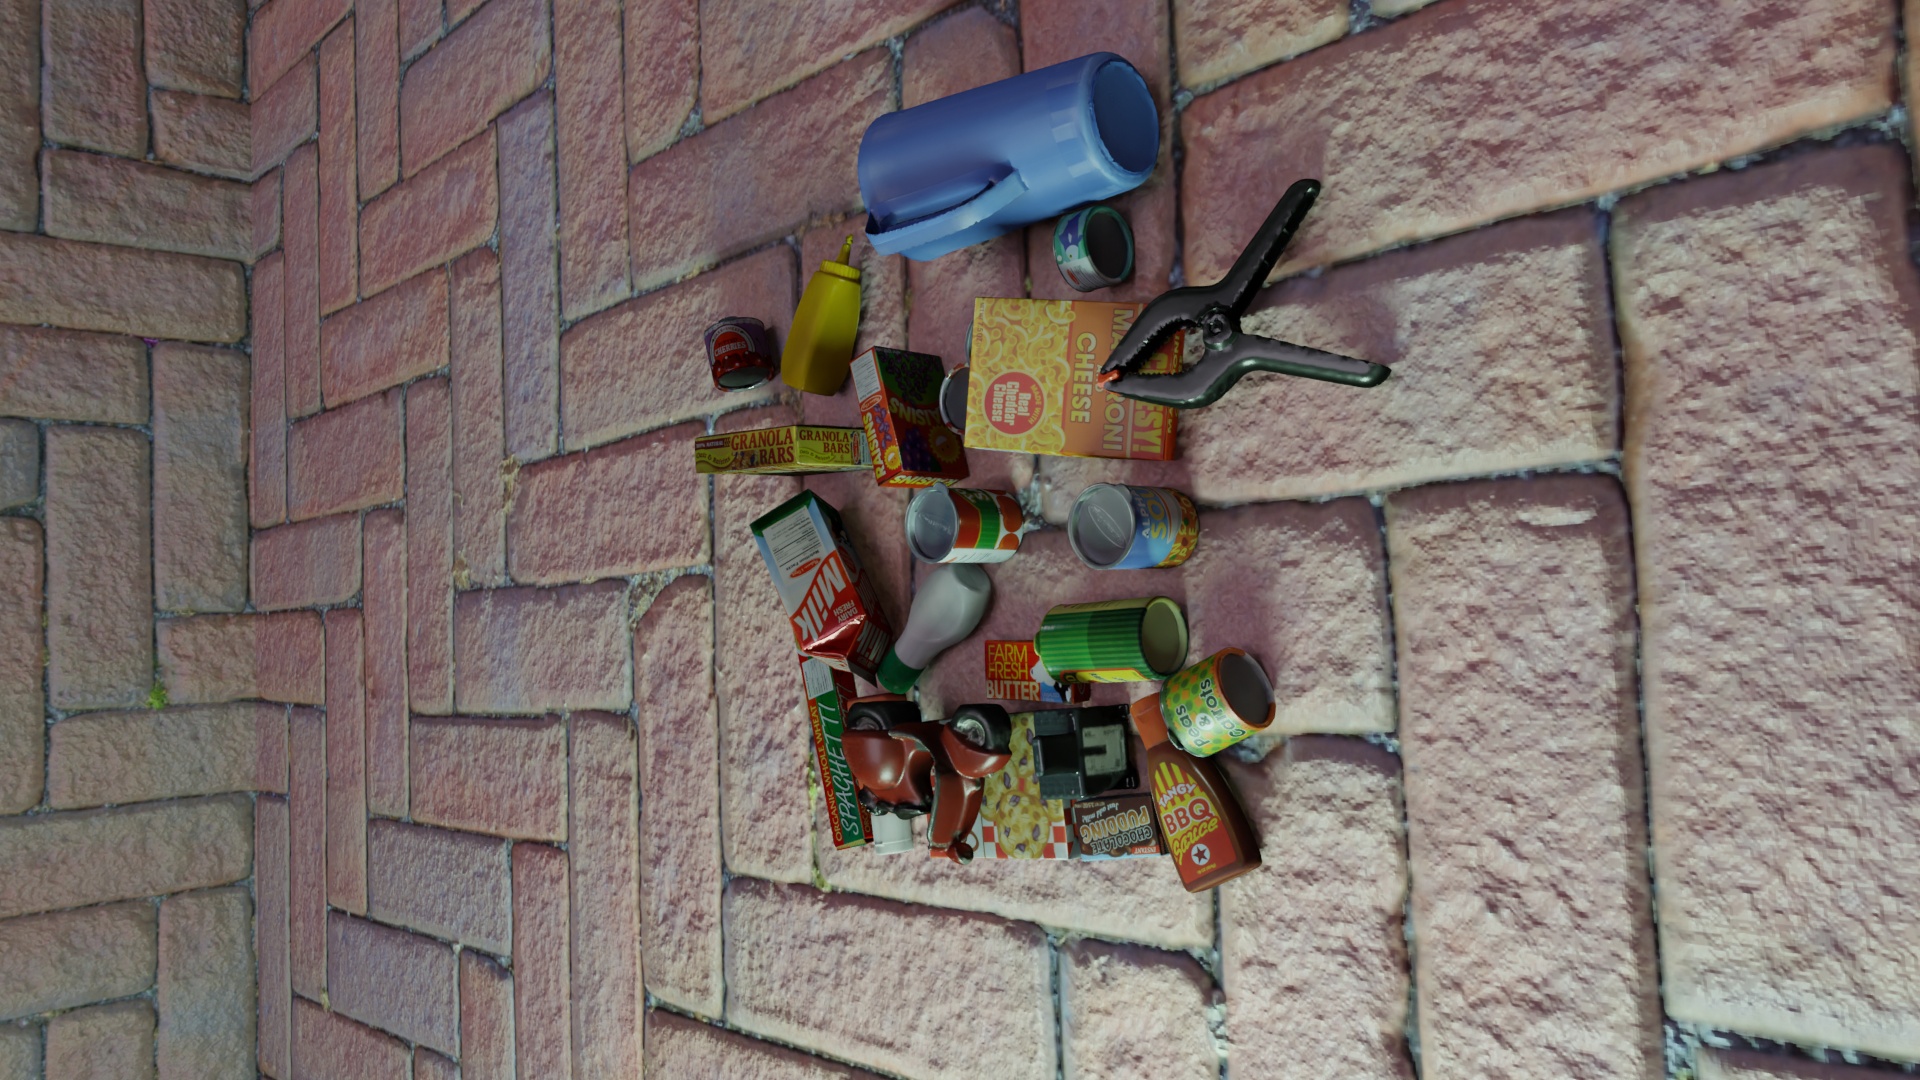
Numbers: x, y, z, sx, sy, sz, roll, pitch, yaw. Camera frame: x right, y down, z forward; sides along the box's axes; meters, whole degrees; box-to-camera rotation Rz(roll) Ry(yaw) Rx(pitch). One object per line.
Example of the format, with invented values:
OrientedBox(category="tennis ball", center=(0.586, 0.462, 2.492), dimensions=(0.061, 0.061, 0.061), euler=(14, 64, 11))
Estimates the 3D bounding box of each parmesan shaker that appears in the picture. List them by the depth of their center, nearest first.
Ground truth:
OrientedBox(category="parmesan shaker", center=(0.120, 0.080, 1.103), dimensions=(0.103, 0.071, 0.071), euler=(-8, 83, 45))

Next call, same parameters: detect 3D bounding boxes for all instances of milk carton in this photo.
OrientedBox(category="milk carton", center=(-0.127, 0.054, 1.338), dimensions=(0.073, 0.072, 0.191), euler=(-30, 63, 8))

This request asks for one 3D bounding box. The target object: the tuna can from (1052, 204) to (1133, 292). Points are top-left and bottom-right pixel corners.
OrientedBox(category="tuna can", center=(0.109, -0.239, 1.127), dimensions=(0.033, 0.071, 0.071), euler=(-7, 84, 45))

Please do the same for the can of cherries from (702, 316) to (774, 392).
OrientedBox(category="can of cherries", center=(-0.236, -0.197, 1.473), dimensions=(0.071, 0.071, 0.058), euler=(-28, 70, 42))

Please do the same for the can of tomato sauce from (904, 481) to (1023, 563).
OrientedBox(category="can of tomato sauce", center=(0.004, -0.015, 1.214), dimensions=(0.071, 0.083, 0.071), euler=(-1, 88, 45))

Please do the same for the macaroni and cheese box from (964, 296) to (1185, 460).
OrientedBox(category="macaroni and cheese box", center=(0.091, -0.129, 1.112), dimensions=(0.166, 0.040, 0.123), euler=(5, 93, 19))

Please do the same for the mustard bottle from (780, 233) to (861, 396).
OrientedBox(category="mustard bottle", center=(-0.130, -0.225, 1.375), dimensions=(0.049, 0.065, 0.160), euler=(23, 99, 38))

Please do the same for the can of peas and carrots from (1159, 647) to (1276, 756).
OrientedBox(category="can of peas and carrots", center=(0.190, 0.121, 1.031), dimensions=(0.058, 0.071, 0.071), euler=(-35, 65, 39))

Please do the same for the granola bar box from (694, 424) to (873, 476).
OrientedBox(category="granola bar box", center=(-0.162, -0.087, 1.357), dimensions=(0.165, 0.124, 0.039), euler=(-2, 89, 45))

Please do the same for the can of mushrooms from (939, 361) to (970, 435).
OrientedBox(category="can of mushrooms", center=(0.015, -0.126, 1.242), dimensions=(0.071, 0.033, 0.071), euler=(-2, 87, 46))

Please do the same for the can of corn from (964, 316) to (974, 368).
OrientedBox(category="can of corn", center=(0.049, -0.167, 1.191), dimensions=(0.071, 0.058, 0.071), euler=(-1, 88, 46))

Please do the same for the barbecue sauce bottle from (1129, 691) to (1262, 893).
OrientedBox(category="barbecue sauce bottle", center=(0.174, 0.189, 1.065), dimensions=(0.064, 0.044, 0.149), euler=(-35, 64, 33))

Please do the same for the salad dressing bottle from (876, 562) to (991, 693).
OrientedBox(category="salad dressing bottle", center=(-0.028, 0.081, 1.274), dimensions=(0.147, 0.044, 0.064), euler=(-53, 56, 32))

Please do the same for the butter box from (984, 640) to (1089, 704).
OrientedBox(category="butter box", center=(0.064, 0.112, 1.193), dimensions=(0.103, 0.024, 0.053), euler=(-3, 87, 45))

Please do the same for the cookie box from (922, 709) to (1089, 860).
OrientedBox(category="cookie box", center=(0.037, 0.212, 1.206), dimensions=(0.167, 0.040, 0.123), euler=(-12, 79, 44))

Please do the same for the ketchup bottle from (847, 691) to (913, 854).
OrientedBox(category="ketchup bottle", center=(-0.072, 0.220, 1.314), dimensions=(0.064, 0.043, 0.149), euler=(-16, 78, 45))

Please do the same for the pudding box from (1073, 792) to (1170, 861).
OrientedBox(category="pudding box", center=(0.133, 0.230, 1.115), dimensions=(0.083, 0.030, 0.049), euler=(-16, 78, 44))

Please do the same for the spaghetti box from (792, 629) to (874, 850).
OrientedBox(category="spaghetti box", center=(-0.124, 0.179, 1.379), dimensions=(0.050, 0.029, 0.250), euler=(-26, 71, 42))

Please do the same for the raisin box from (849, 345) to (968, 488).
OrientedBox(category="raisin box", center=(-0.047, -0.110, 1.268), dimensions=(0.040, 0.086, 0.123), euler=(-27, 70, 40))

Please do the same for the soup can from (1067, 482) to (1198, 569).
OrientedBox(category="soup can", center=(0.137, -0.012, 1.079), dimensions=(0.071, 0.084, 0.071), euler=(-1, 89, 45))
